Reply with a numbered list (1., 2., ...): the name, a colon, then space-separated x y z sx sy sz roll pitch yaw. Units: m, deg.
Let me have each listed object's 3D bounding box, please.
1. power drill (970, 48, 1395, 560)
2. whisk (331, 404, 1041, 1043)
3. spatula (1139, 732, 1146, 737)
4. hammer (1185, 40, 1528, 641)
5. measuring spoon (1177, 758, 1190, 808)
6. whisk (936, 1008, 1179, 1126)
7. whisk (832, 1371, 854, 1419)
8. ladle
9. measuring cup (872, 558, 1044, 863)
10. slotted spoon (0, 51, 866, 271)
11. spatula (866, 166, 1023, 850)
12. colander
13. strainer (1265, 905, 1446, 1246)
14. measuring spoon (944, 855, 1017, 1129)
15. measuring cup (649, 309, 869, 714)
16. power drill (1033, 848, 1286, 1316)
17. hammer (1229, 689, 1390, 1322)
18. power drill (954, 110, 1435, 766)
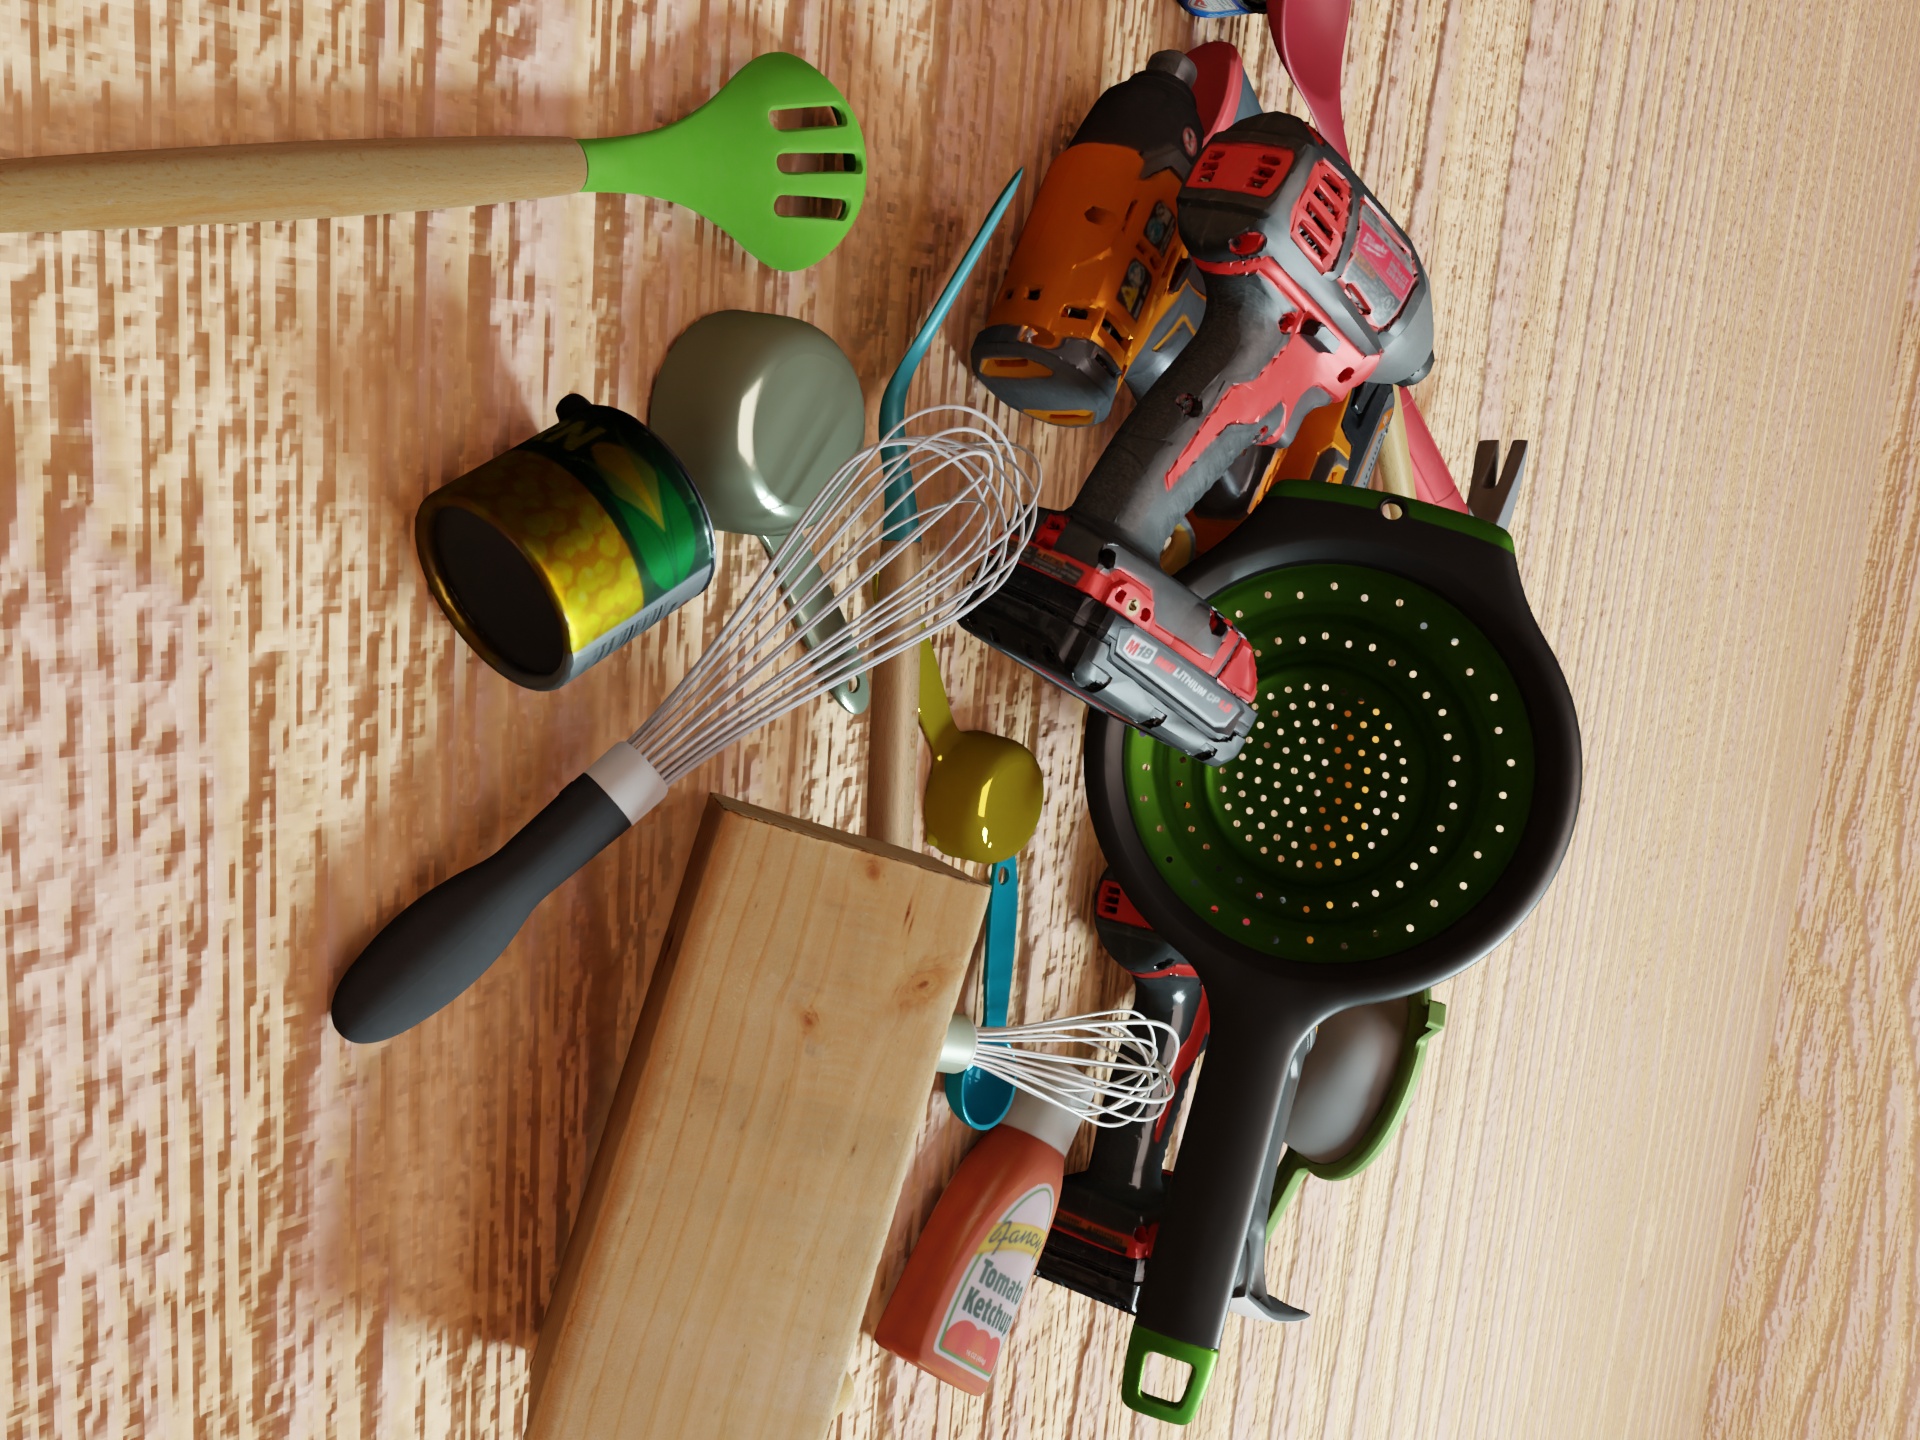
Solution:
1. power drill: 0.108 -0.171 0.706 0.226 0.084 0.164 33 74 -45
2. whisk: -0.082 -0.002 0.505 0.284 0.070 0.070 -43 133 -16
3. spatula: 0.156 -0.121 0.833 0.316 0.018 0.059 -56 129 -25
4. hammer: 0.214 -0.205 0.839 0.385 0.038 0.143 45 63 -42
5. measuring spoon: 0.125 0.000 0.839 0.021 0.011 0.117 7 98 -54
6. whisk: 0.005 0.136 0.666 0.246 0.058 0.059 18 115 -40
7. whisk: -0.121 0.306 0.584 0.245 0.051 0.047 -19 109 -51
8. ladle: 0.190 -0.223 0.760 0.069 0.031 0.315 -43 126 -35
9. measuring cup: -0.001 -0.002 0.656 0.062 0.029 0.156 -50 136 -31
10. slotted spoon: -0.131 -0.154 0.451 0.314 0.031 0.070 -23 118 -45
11. spatula: -0.012 -0.040 0.595 0.044 0.082 0.317 2 95 -8
12. colander: 0.138 0.099 0.701 0.094 0.204 0.397 38 67 -79
13. strainer: 0.186 0.232 0.939 0.151 0.069 0.256 -102 -146 -74
14. measuring spoon: 0.009 0.119 0.722 0.042 0.021 0.128 11 83 -52
15. measuring cup: -0.052 -0.065 0.566 0.083 0.038 0.167 -47 133 -33
16. power drill: 0.123 0.181 0.835 0.187 0.080 0.227 14 86 -53
17. hammer: 0.180 0.134 0.819 0.127 0.034 0.337 49 53 -51
18. power drill: 0.105 -0.103 0.617 0.143 0.079 0.219 28 91 -43
